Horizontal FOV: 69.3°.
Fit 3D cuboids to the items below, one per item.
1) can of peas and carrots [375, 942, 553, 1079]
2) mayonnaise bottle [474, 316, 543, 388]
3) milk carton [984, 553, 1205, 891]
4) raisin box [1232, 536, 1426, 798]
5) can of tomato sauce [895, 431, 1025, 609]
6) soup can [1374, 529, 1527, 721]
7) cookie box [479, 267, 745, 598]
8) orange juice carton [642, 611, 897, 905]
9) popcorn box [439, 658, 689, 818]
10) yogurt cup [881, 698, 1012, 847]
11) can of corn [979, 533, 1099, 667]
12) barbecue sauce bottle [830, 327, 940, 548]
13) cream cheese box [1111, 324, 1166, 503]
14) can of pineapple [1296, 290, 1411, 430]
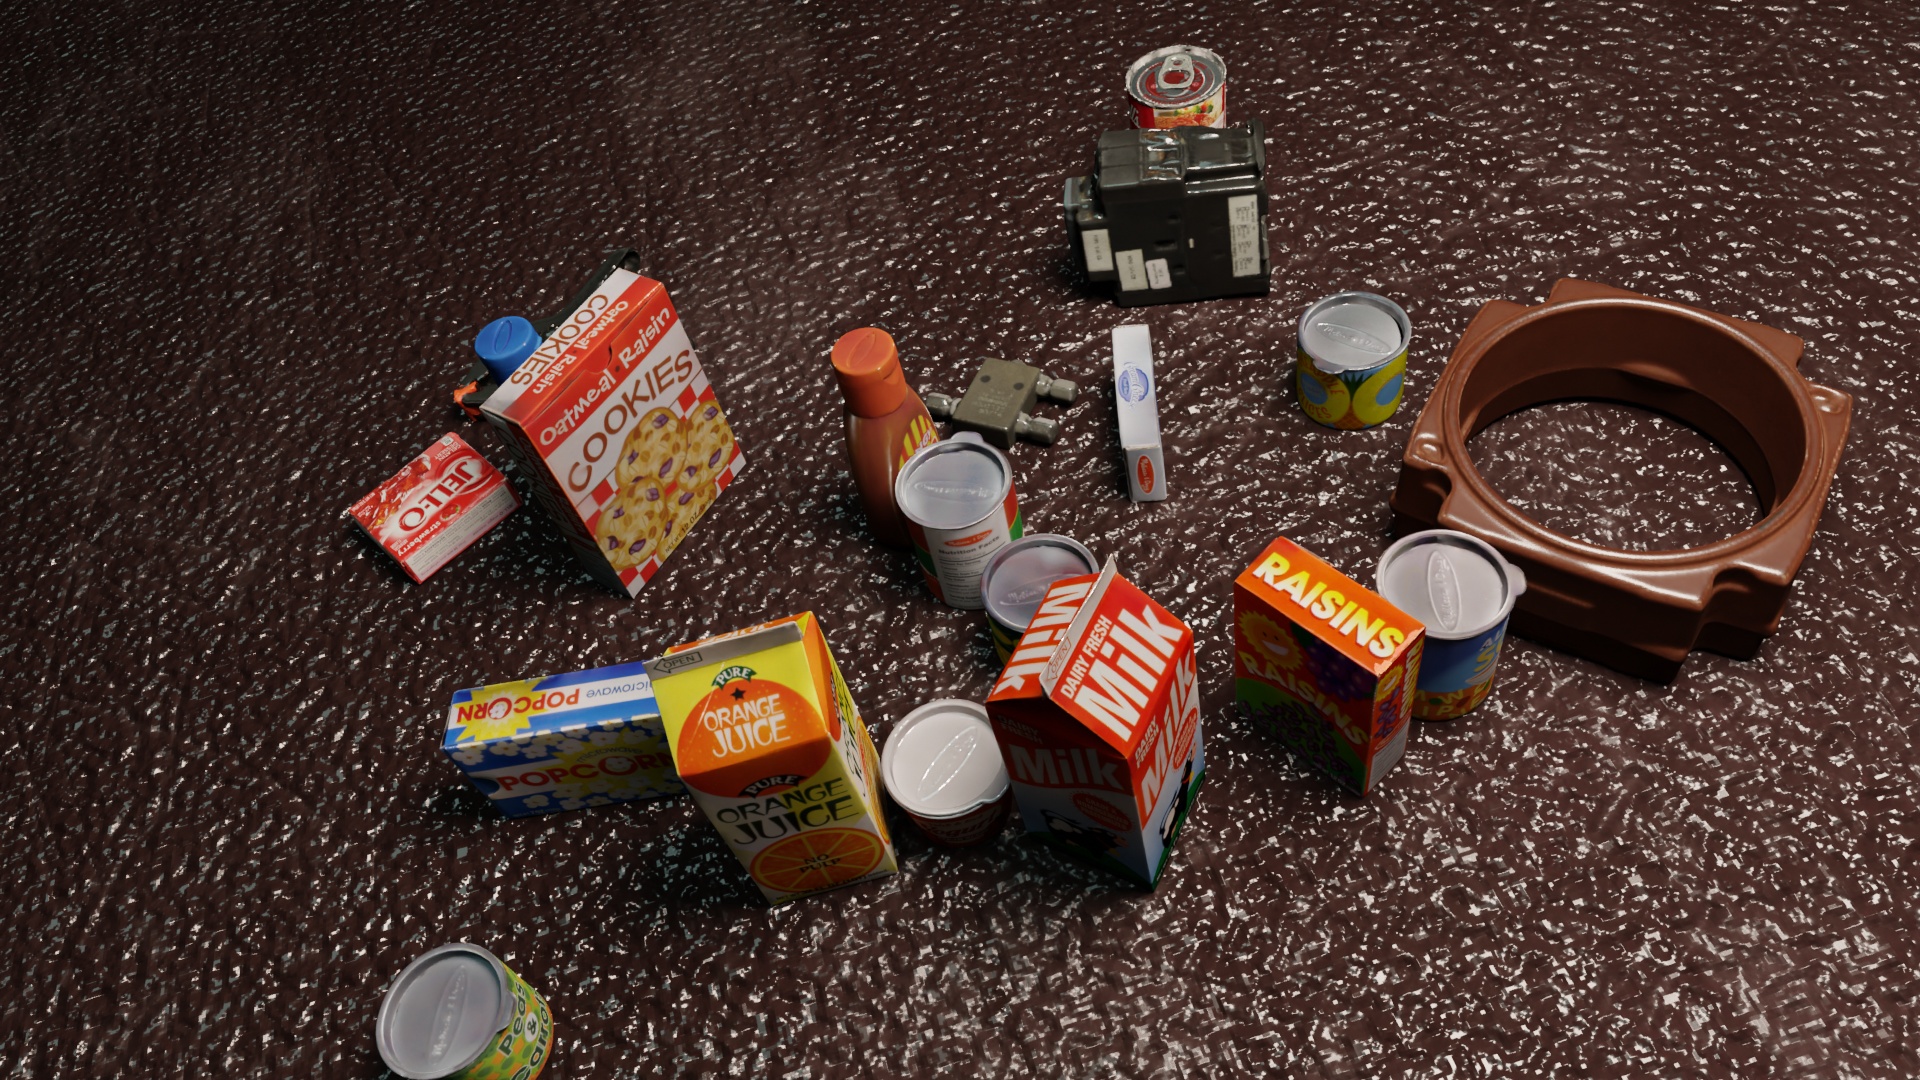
[{"bbox_3d":[-0.241,0.241,0.688,0.071,0.058,0.071,-6,52,8],"label":"can of peas and carrots"},{"bbox_3d":[-0.259,-0.077,0.879,0.041,0.147,0.065,-7,52,7],"label":"mayonnaise bottle"},{"bbox_3d":[0.066,0.087,0.657,0.073,0.189,0.072,18,59,24],"label":"milk carton"},{"bbox_3d":[0.181,0.064,0.692,0.040,0.122,0.086,-41,56,-18],"label":"raisin box"},{"bbox_3d":[0.003,-0.010,0.813,0.071,0.082,0.071,-6,52,8],"label":"can of tomato sauce"},{"bbox_3d":[0.249,0.045,0.717,0.071,0.083,0.072,-6,52,8],"label":"soup can"},{"bbox_3d":[-0.203,-0.062,0.843,0.040,0.166,0.123,22,61,26],"label":"cookie box"},{"bbox_3d":[-0.089,0.101,0.678,0.072,0.191,0.073,-15,52,1],"label":"orange juice carton"},{"bbox_3d":[-0.205,0.110,0.764,0.127,0.084,0.038,-9,52,5],"label":"popcorn box"},{"bbox_3d":[-0.003,0.125,0.729,0.072,0.053,0.073,-6,52,8],"label":"yogurt cup"},{"bbox_3d":[0.049,0.041,0.779,0.071,0.058,0.071,-6,52,8],"label":"can of corn"},{"bbox_3d":[-0.042,-0.061,0.820,0.044,0.147,0.065,17,59,23],"label":"barbecue sauce bottle"},{"bbox_3d":[0.110,-0.079,0.862,0.024,0.053,0.104,-6,52,8],"label":"cream cheese box"},{"bbox_3d":[0.239,-0.109,0.854,0.071,0.057,0.071,-6,52,8],"label":"can of pineapple"}]
